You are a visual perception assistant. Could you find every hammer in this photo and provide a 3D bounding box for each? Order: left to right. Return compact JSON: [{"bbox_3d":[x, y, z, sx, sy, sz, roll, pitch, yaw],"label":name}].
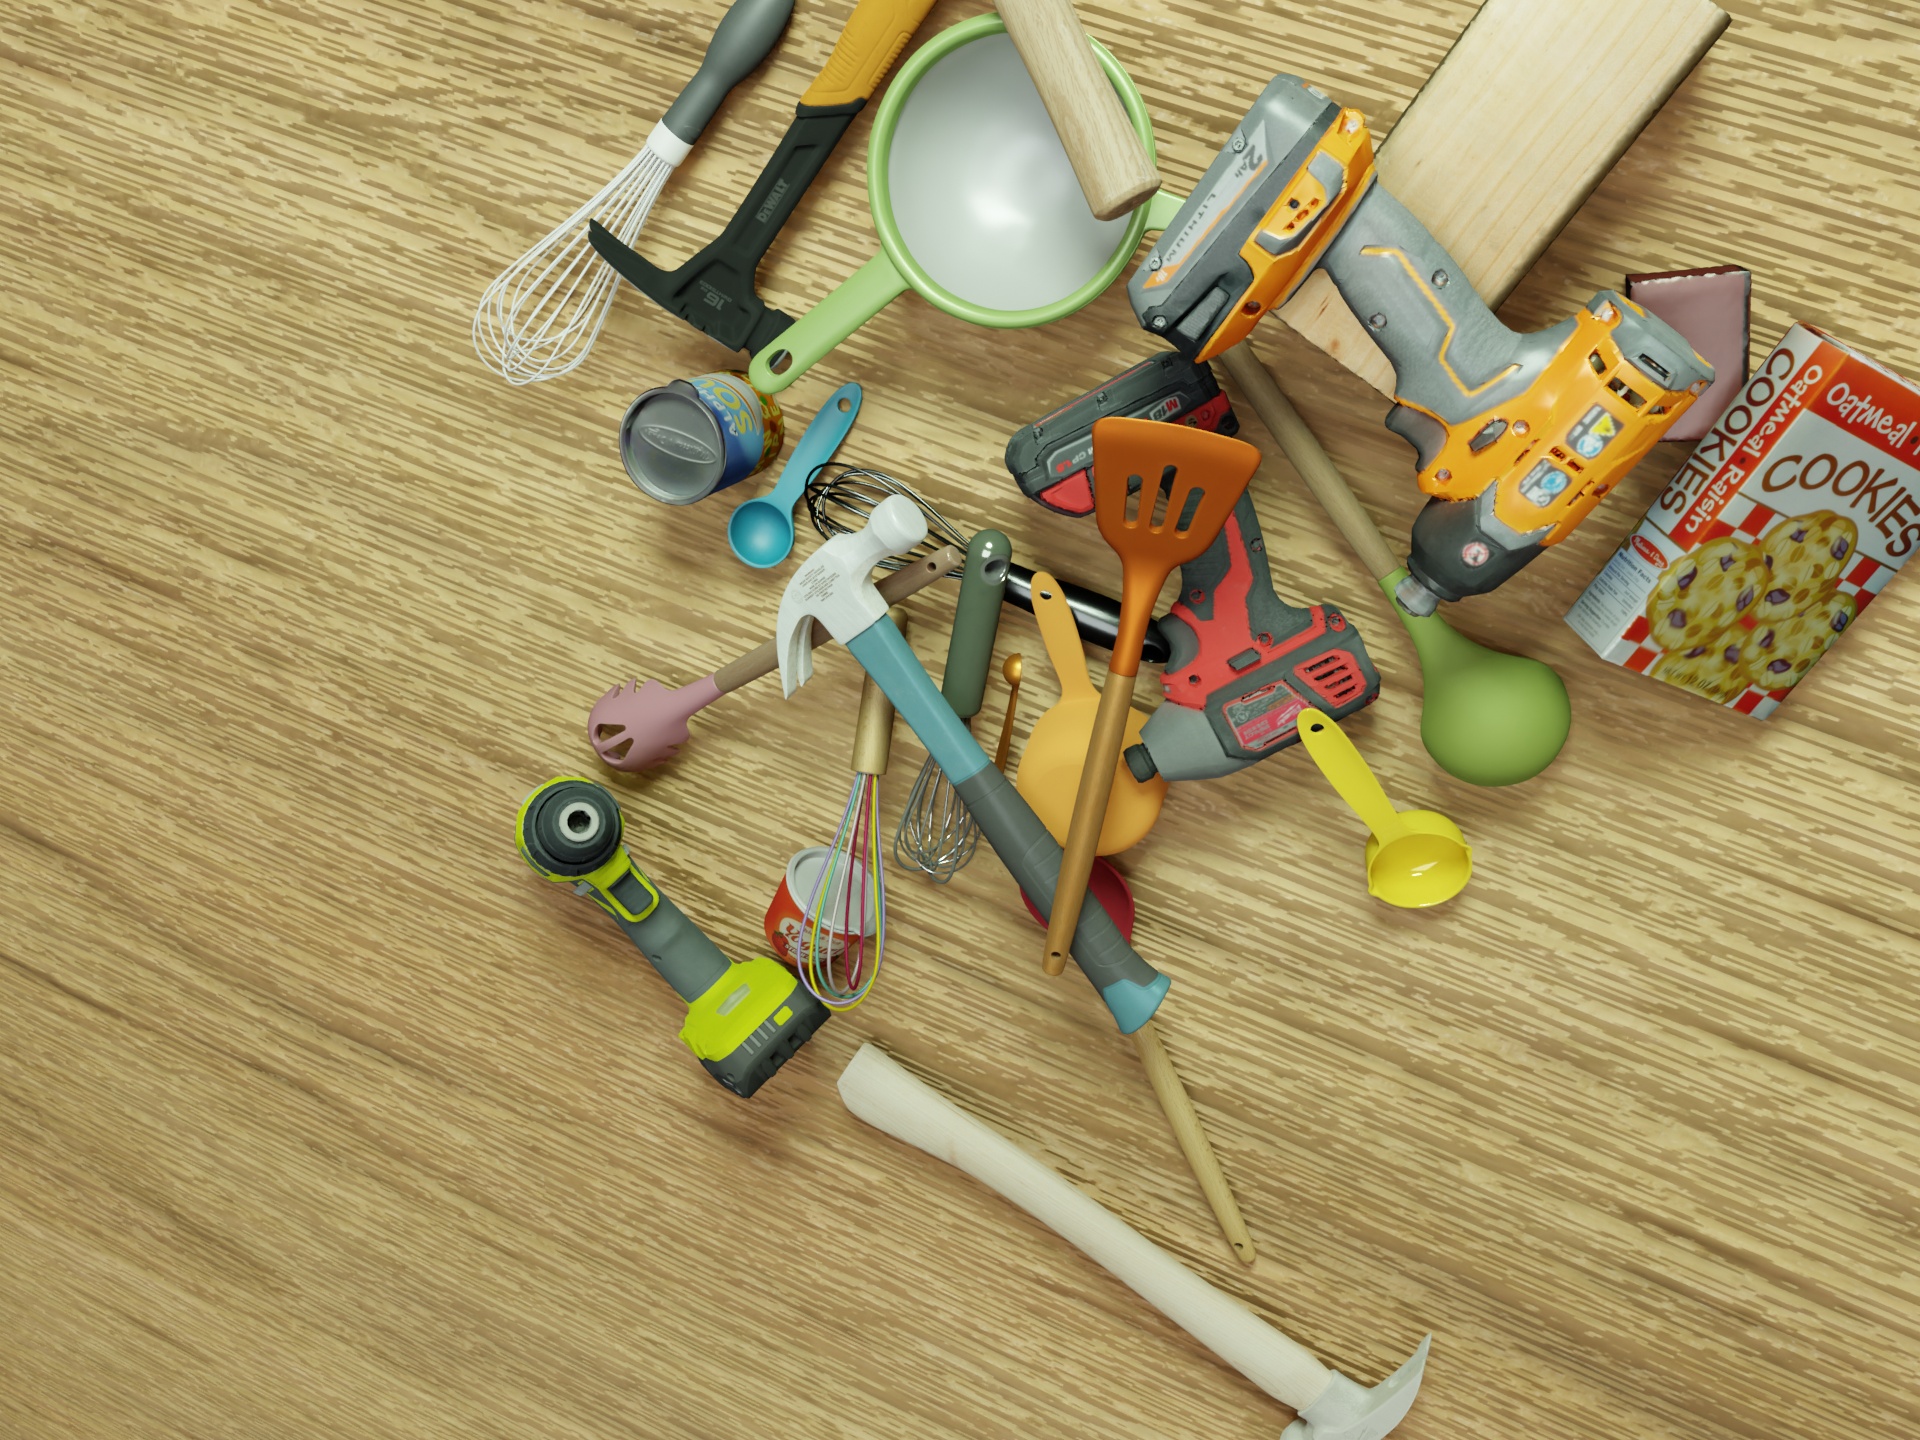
[{"bbox_3d":[-0.061,-0.348,0.831,0.127,0.034,0.336,29,116,-26],"label":"hammer"},{"bbox_3d":[0.011,-0.392,0.751,0.130,0.031,0.331,-27,87,19],"label":"hammer"},{"bbox_3d":[0.015,0.040,0.897,0.128,0.033,0.331,-31,100,32],"label":"hammer"},{"bbox_3d":[0.101,0.334,1.035,0.411,0.038,0.146,34,126,7],"label":"hammer"}]

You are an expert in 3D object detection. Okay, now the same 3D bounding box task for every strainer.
[{"bbox_3d":[-0.008,-0.255,0.843,0.256,0.069,0.151,-33,94,25],"label":"strainer"}]

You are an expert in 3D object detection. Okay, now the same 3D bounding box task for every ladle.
[{"bbox_3d":[0.121,0.209,0.996,0.069,0.031,0.315,-18,104,30],"label":"ladle"},{"bbox_3d":[0.214,-0.101,0.847,0.078,0.062,0.320,-35,88,20],"label":"ladle"}]

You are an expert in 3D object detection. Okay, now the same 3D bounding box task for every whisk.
[{"bbox_3d":[-0.182,-0.301,0.902,0.070,0.070,0.284,44,112,0],"label":"whisk"},{"bbox_3d":[-0.055,0.053,0.955,0.051,0.047,0.245,8,90,-26],"label":"whisk"},{"bbox_3d":[-0.001,-0.003,0.929,0.057,0.059,0.246,-7,128,-24],"label":"whisk"},{"bbox_3d":[0.016,-0.088,0.915,0.239,0.055,0.055,24,115,5],"label":"whisk"}]

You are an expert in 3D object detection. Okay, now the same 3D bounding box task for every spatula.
[{"bbox_3d":[0.078,0.000,0.821,0.081,0.041,0.322,12,114,3],"label":"spatula"}]

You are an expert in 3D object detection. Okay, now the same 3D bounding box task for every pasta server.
[{"bbox_3d":[-0.122,-0.036,0.965,0.316,0.040,0.060,-25,100,31],"label":"pasta server"}]

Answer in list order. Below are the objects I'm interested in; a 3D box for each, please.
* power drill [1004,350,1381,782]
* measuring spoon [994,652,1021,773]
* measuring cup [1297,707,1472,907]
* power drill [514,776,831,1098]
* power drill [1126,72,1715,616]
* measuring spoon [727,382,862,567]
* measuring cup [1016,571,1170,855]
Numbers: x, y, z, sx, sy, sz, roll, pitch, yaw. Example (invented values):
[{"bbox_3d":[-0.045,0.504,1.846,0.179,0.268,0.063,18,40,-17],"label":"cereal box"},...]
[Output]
[{"bbox_3d":[0.117,-0.074,0.851,0.143,0.078,0.219,-28,101,7],"label":"power drill"},{"bbox_3d":[0.024,0.006,0.940,0.011,0.021,0.116,4,134,-5],"label":"measuring spoon"},{"bbox_3d":[0.226,0.042,0.870,0.062,0.029,0.156,-29,117,24],"label":"measuring cup"},{"bbox_3d":[-0.190,0.127,0.999,0.080,0.190,0.228,-44,97,-17],"label":"power drill"},{"bbox_3d":[0.188,-0.158,0.707,0.226,0.084,0.164,36,118,-2],"label":"power drill"},{"bbox_3d":[-0.094,-0.147,0.949,0.042,0.021,0.128,37,108,3],"label":"measuring spoon"},{"bbox_3d":[0.064,0.002,0.904,0.095,0.052,0.173,-7,122,23],"label":"measuring cup"}]
